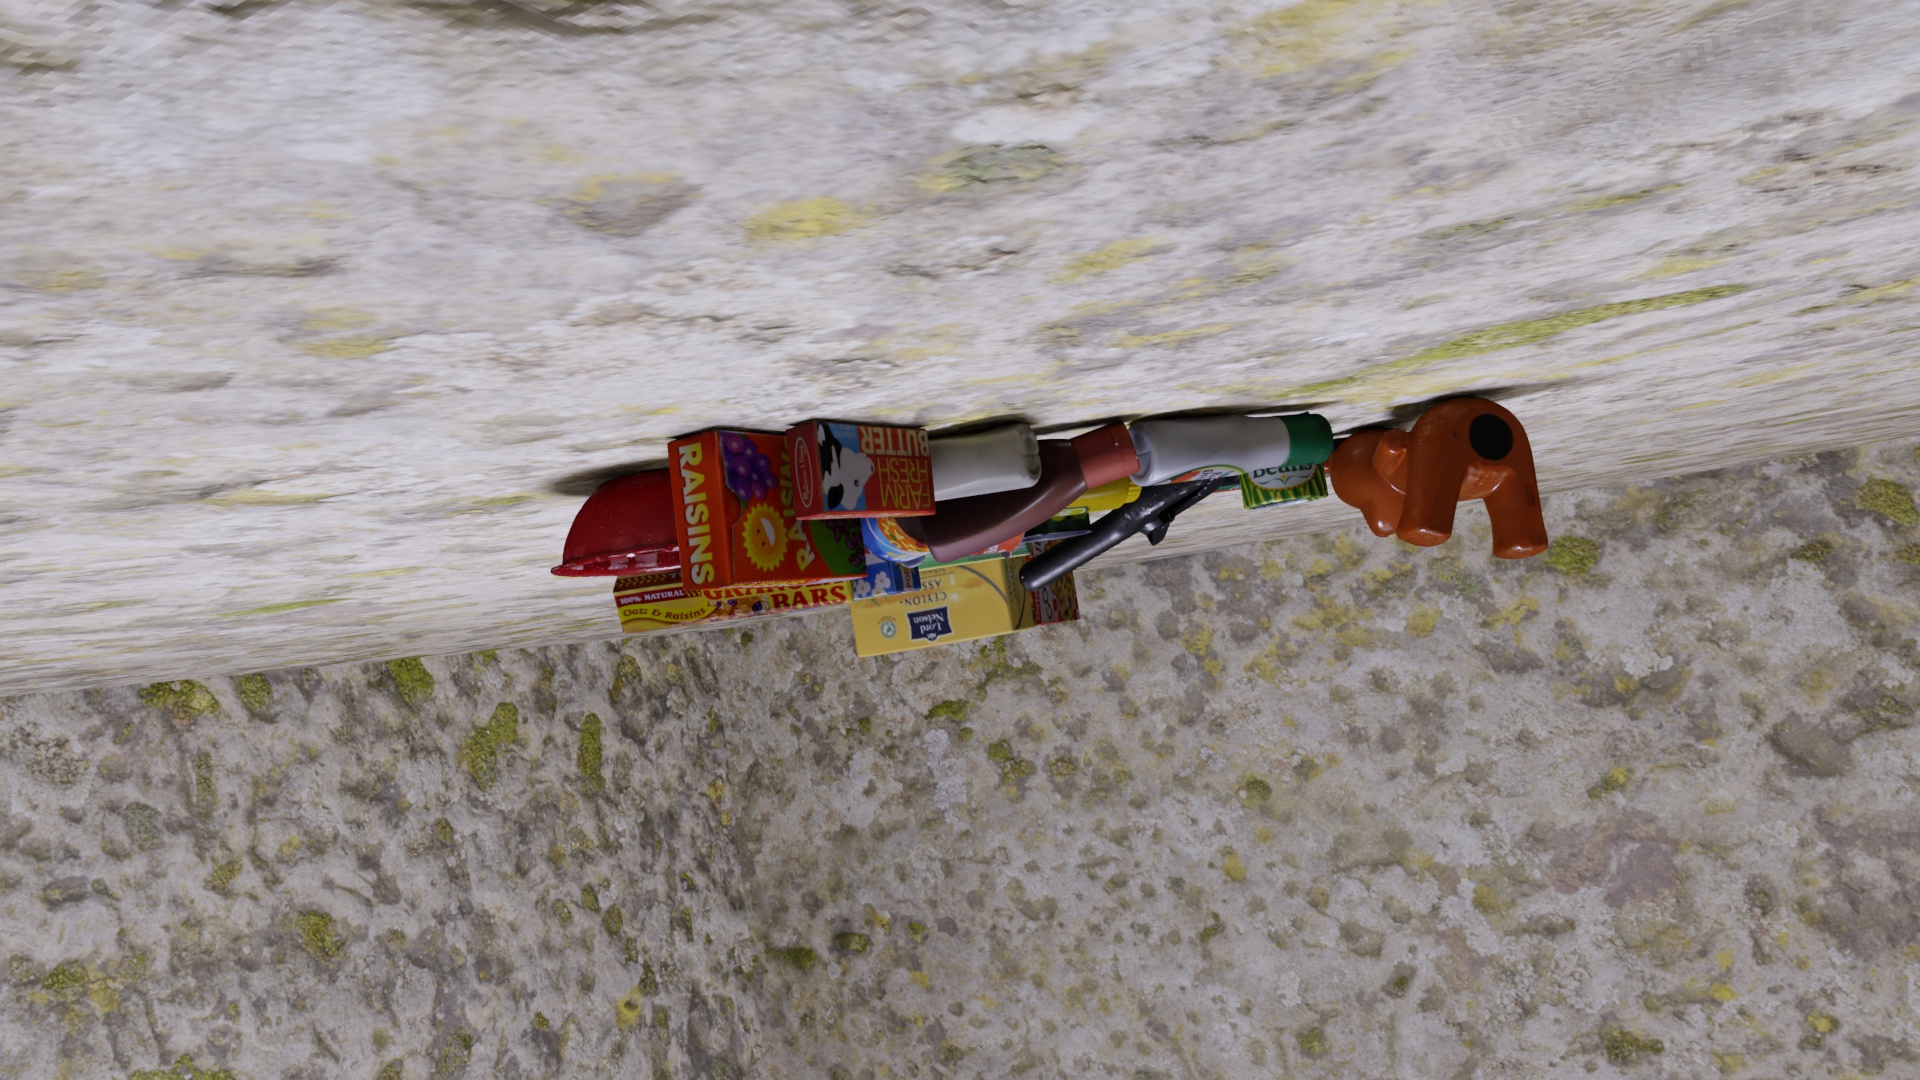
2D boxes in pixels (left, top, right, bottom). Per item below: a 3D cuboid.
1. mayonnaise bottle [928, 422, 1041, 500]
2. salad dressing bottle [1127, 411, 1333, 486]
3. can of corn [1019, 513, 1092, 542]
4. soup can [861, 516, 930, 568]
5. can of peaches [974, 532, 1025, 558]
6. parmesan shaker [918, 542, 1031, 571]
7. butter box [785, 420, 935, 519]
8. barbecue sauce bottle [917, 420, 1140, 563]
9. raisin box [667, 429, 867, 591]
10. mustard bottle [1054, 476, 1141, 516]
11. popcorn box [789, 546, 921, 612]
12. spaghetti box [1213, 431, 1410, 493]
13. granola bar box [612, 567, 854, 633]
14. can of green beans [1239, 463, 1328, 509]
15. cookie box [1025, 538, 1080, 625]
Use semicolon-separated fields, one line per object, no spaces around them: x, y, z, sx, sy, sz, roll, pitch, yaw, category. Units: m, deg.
-0.027;-0.044;0.877;0.148;0.041;0.065;-7;-178;14;mayonnaise bottle
0.186;-0.065;0.957;0.148;0.044;0.064;-6;177;-22;salad dressing bottle
0.066;-0.031;1.095;0.071;0.058;0.071;-8;176;-1;can of corn
-0.032;-0.019;0.991;0.071;0.071;0.083;-6;175;-21;soup can
0.011;-0.019;1.071;0.058;0.071;0.071;-4;174;-26;can of peaches
0.004;-0.015;1.174;0.103;0.071;0.071;-9;175;6;parmesan shaker
-0.055;-0.039;0.800;0.024;0.053;0.104;-9;176;36;butter box
0.043;-0.038;0.918;0.148;0.065;0.043;-20;153;3;barbecue sauce bottle
-0.108;-0.016;0.794;0.040;0.086;0.123;-9;176;32;raisin box
0.082;-0.043;1.024;0.160;0.049;0.065;-6;177;-18;mustard bottle
-0.096;0.010;1.155;0.126;0.085;0.038;-12;175;37;popcorn box
0.270;-0.064;1.227;0.250;0.028;0.050;-8;175;1;spaghetti box
-0.162;0.012;1.026;0.166;0.039;0.125;-8;-154;0;granola bar box
0.249;-0.057;1.083;0.071;0.058;0.071;-8;175;-1;can of green beans
0.083;0.033;1.543;0.040;0.123;0.167;-11;175;22;cookie box
